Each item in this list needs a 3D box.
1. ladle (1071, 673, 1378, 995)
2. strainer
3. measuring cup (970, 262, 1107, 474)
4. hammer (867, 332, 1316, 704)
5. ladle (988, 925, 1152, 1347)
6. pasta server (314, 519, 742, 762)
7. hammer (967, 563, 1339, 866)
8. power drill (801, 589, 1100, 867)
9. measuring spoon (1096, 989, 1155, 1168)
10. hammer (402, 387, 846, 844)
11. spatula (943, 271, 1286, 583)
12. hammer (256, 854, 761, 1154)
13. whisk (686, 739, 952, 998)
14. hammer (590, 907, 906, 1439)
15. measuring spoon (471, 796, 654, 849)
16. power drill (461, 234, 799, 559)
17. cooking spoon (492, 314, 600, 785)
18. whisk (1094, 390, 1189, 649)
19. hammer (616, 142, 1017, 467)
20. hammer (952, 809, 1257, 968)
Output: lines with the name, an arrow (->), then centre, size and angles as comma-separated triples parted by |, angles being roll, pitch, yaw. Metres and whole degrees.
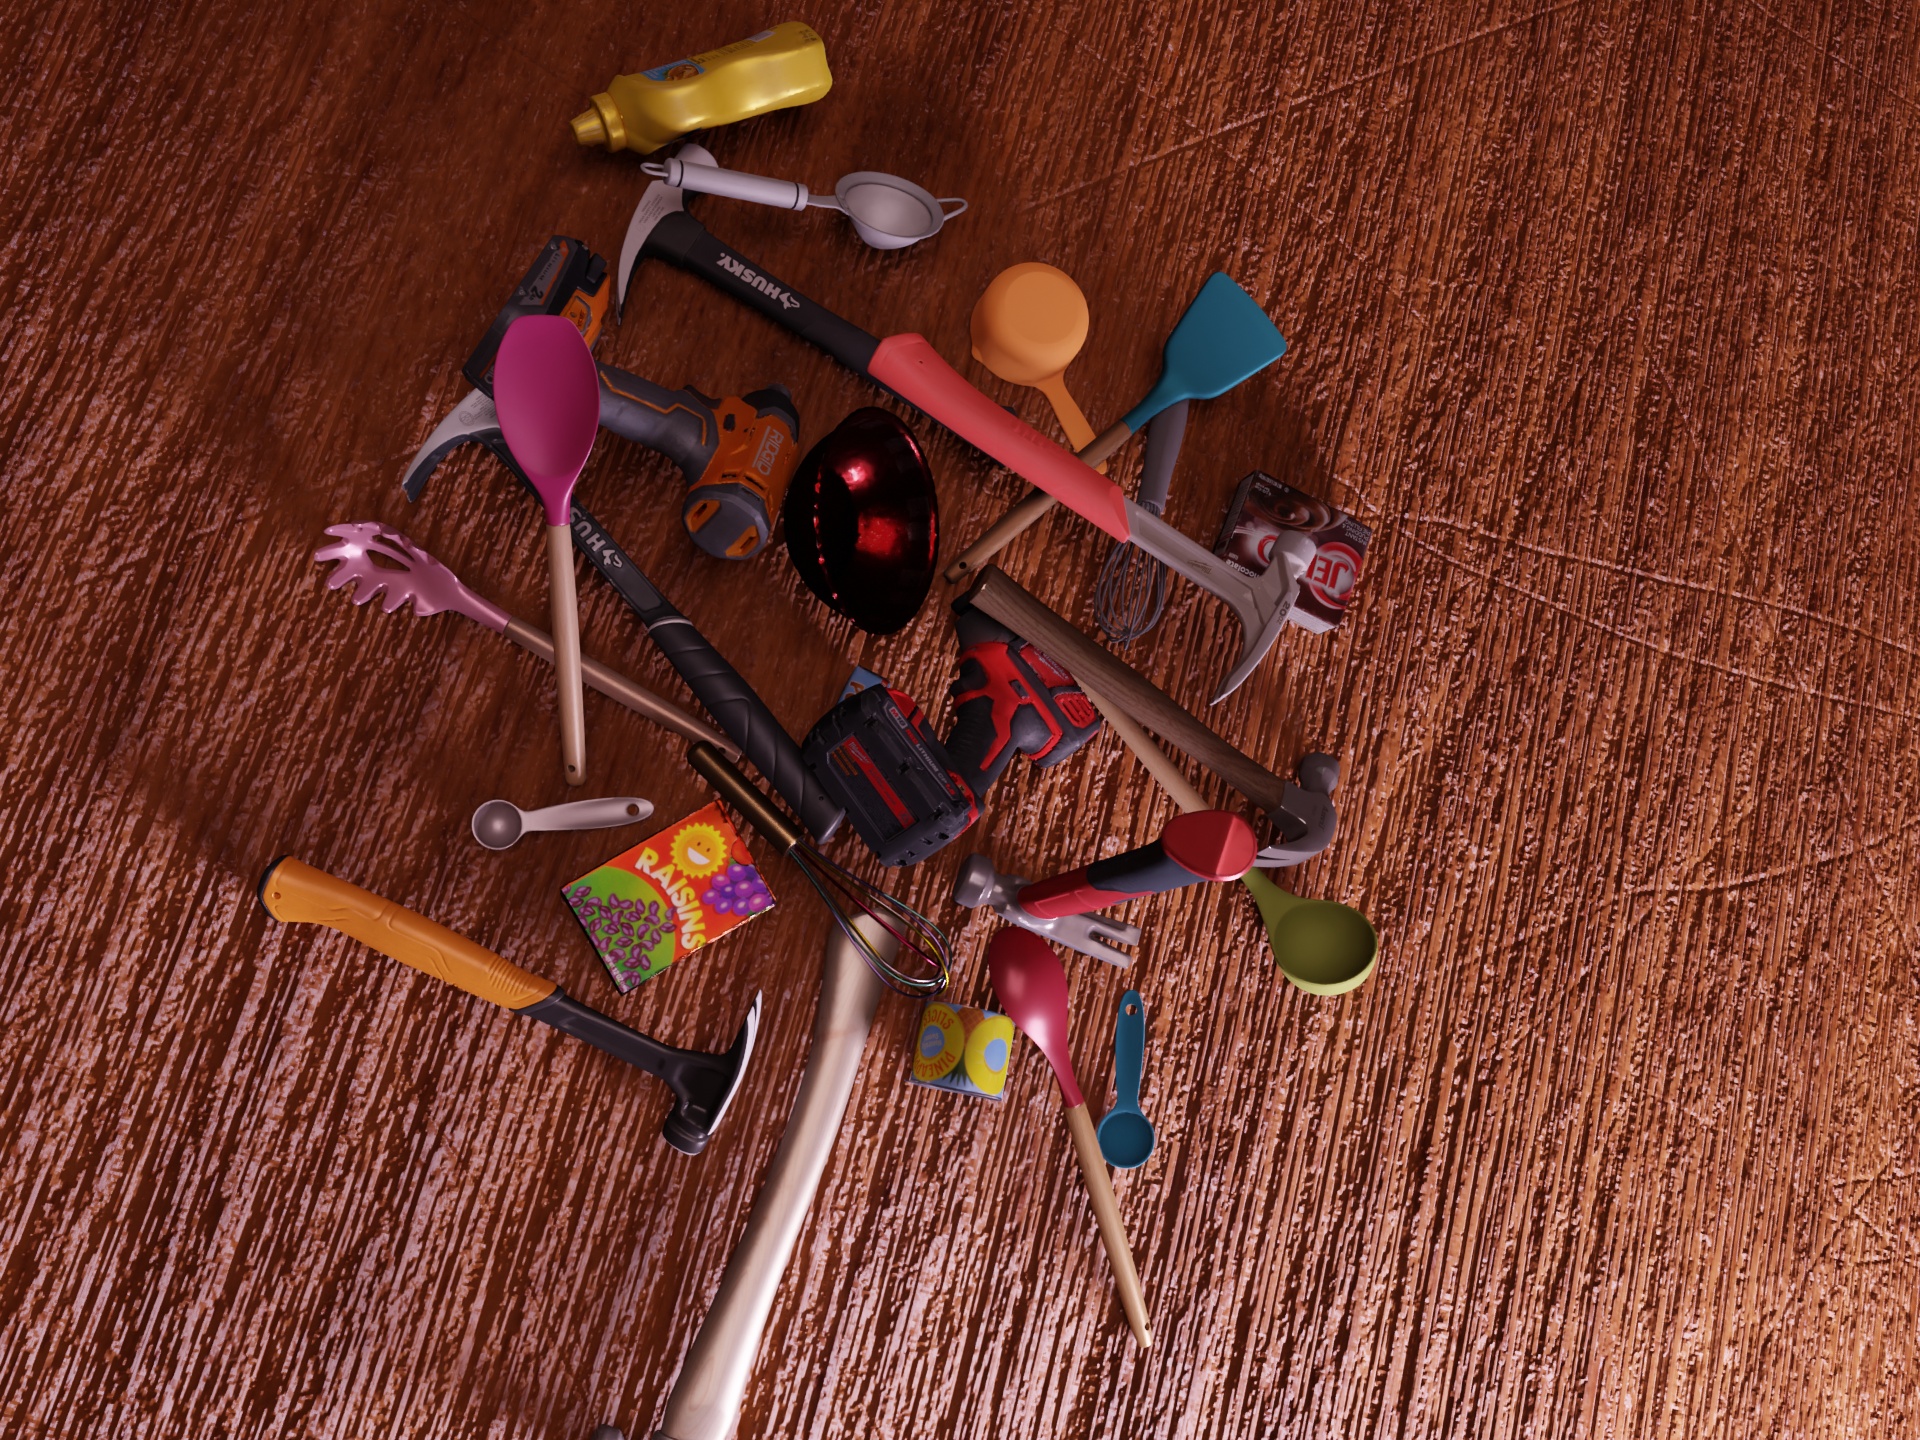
ladle -> 0.191, 0.074, 1.192 | 0.078, 0.062, 0.320 | -39, 87, -23
strainer -> -0.115, -0.389, 1.189 | 0.258, 0.050, 0.087 | 1, 50, -30
measuring cup -> 0.076, -0.274, 1.232 | 0.095, 0.052, 0.173 | -27, 86, -17
hammer -> 0.084, -0.165, 1.172 | 0.359, 0.036, 0.149 | 33, 70, -2
ladle -> 0.085, 0.293, 1.113 | 0.069, 0.031, 0.315 | -23, 98, -47
pasta server -> -0.294, -0.049, 1.107 | 0.316, 0.040, 0.060 | 30, 116, -9
hammer -> 0.143, -0.005, 1.157 | 0.331, 0.031, 0.130 | 35, 45, -13
power drill -> -0.002, -0.004, 1.112 | 0.143, 0.078, 0.220 | 54, 42, 0
measuring spoon -> 0.123, 0.262, 1.161 | 0.042, 0.021, 0.129 | 2, 69, 9
hammer -> -0.219, -0.076, 1.104 | 0.149, 0.036, 0.409 | -39, 82, -17
spatula -> 0.108, -0.212, 1.215 | 0.317, 0.044, 0.082 | -42, 90, -9
hammer -> -0.298, 0.167, 1.042 | 0.337, 0.034, 0.127 | 26, 114, -3
whisk -> -0.097, 0.099, 1.096 | 0.245, 0.047, 0.051 | 43, 75, 9
hammer -> -0.111, 0.327, 1.079 | 0.146, 0.038, 0.411 | 23, 75, -10
measuring spoon -> -0.275, 0.068, 1.104 | 0.124, 0.018, 0.034 | -5, 80, -21
power drill -> -0.213, -0.231, 1.111 | 0.226, 0.084, 0.164 | 34, 43, -21
cooking spoon -> -0.265, -0.106, 1.054 | 0.069, 0.017, 0.318 | 2, 110, 2
whisk -> 0.148, -0.166, 1.236 | 0.055, 0.055, 0.239 | 17, 71, -10
hammer -> -0.102, -0.289, 1.202 | 0.334, 0.035, 0.146 | 31, 73, -6
hammer -> 0.106, 0.107, 0.990 | 0.143, 0.386, 0.038 | 24, 74, -8
